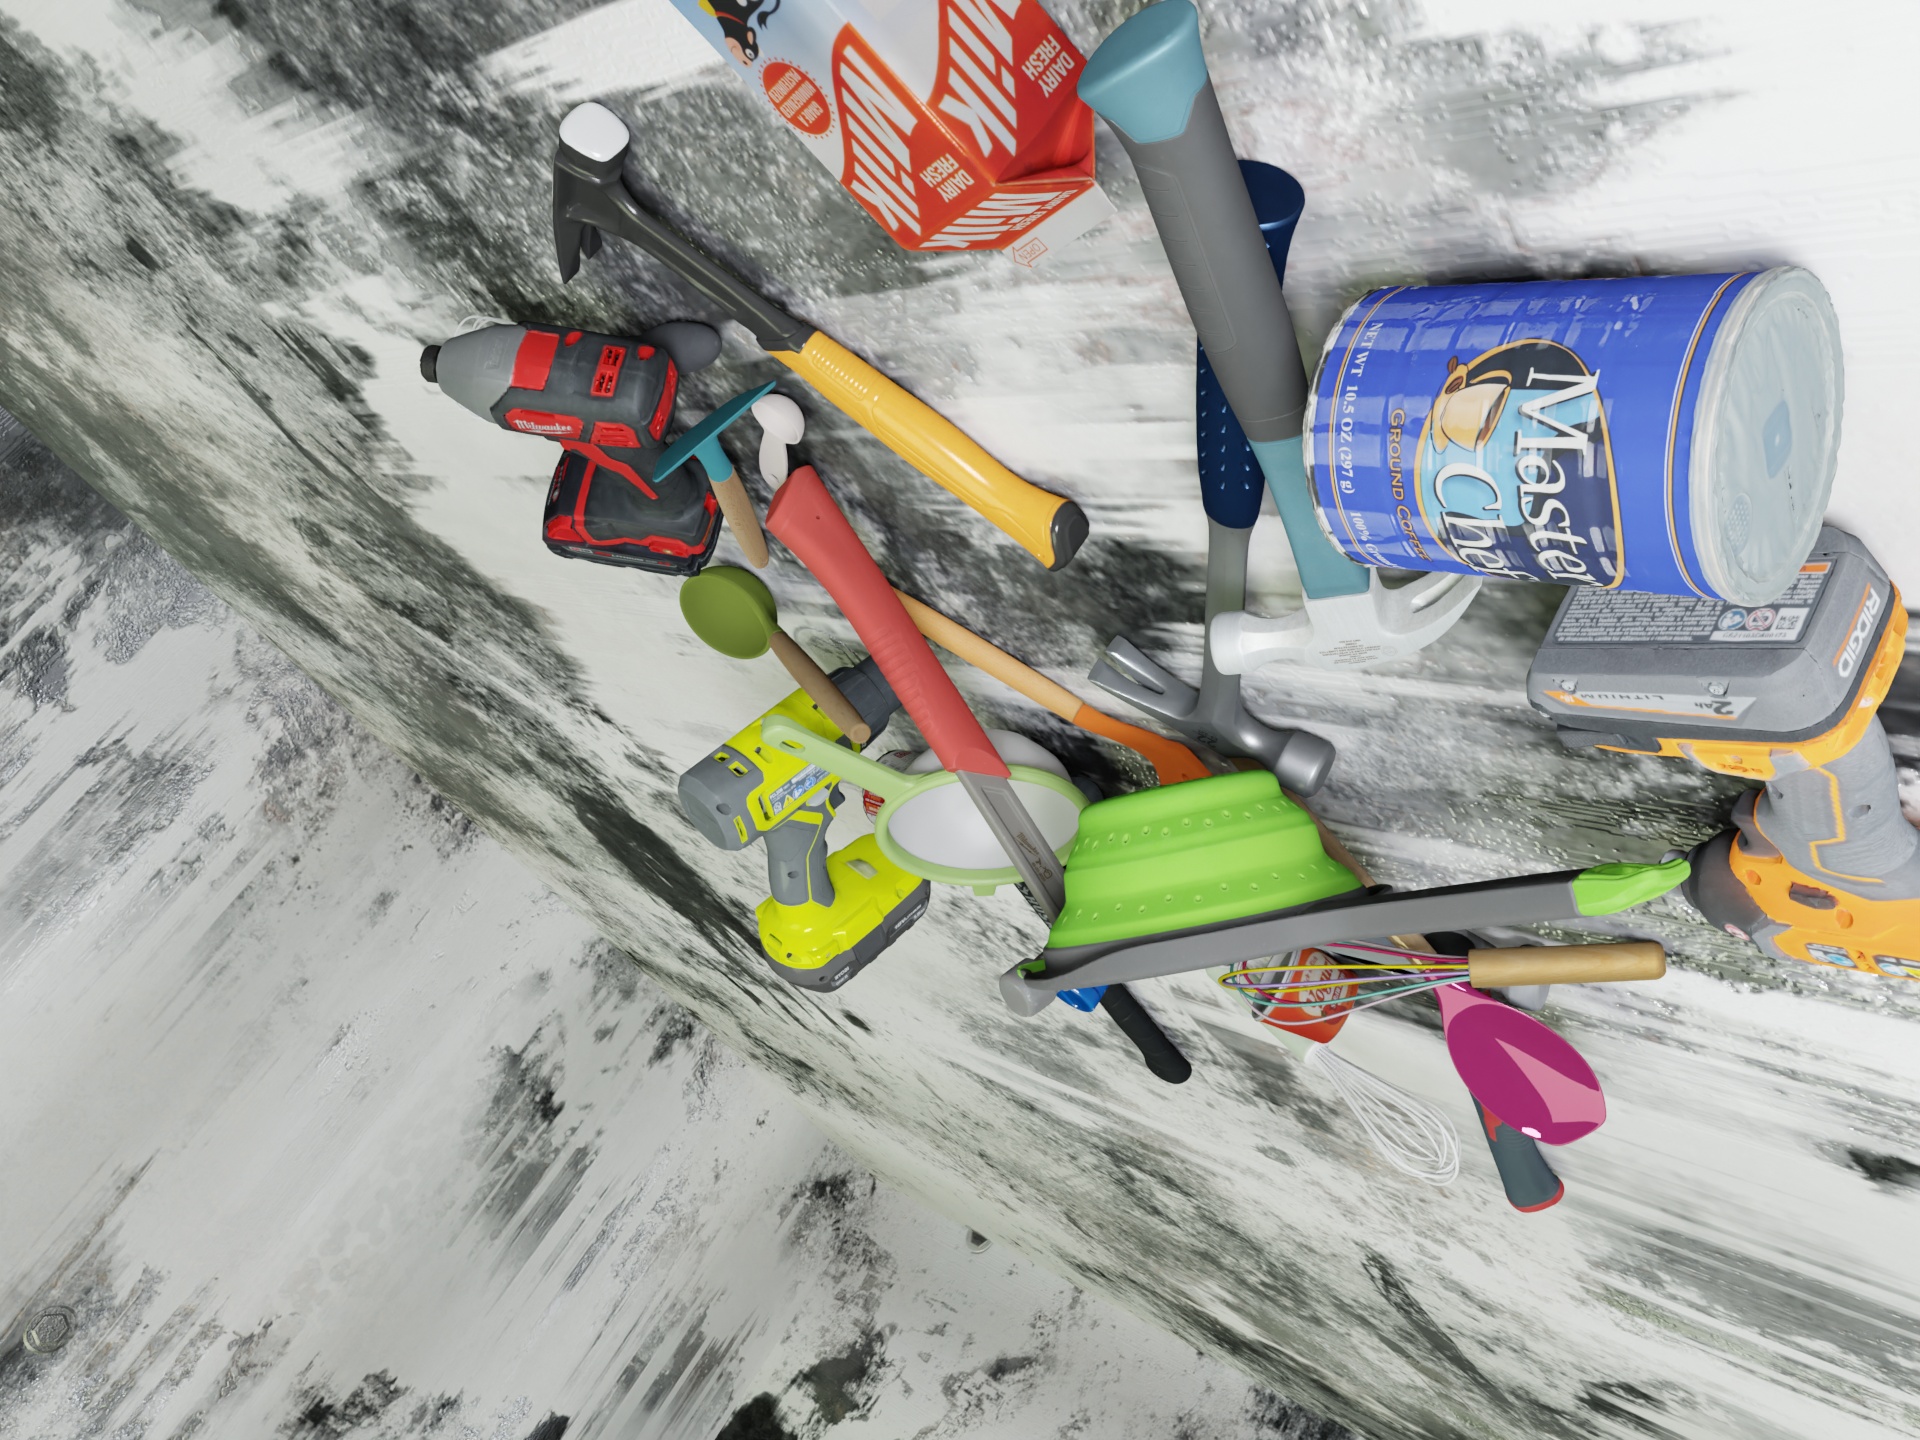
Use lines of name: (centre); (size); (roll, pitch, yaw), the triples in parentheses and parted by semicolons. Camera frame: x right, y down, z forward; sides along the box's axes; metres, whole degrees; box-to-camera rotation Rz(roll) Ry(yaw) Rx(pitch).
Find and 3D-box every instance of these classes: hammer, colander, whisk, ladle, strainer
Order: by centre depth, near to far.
hammer: (0.118, -0.123, 0.613); (0.128, 0.033, 0.330); (-5, 144, 26)
hammer: (0.121, -0.093, 0.752); (0.144, 0.035, 0.405); (27, 157, 21)
colander: (0.171, 0.066, 0.802); (0.397, 0.204, 0.094); (-19, 81, 55)
hammer: (-0.075, -0.187, 0.852); (0.337, 0.034, 0.127); (36, 158, -2)
whisk: (0.268, 0.142, 0.905); (0.245, 0.051, 0.047); (-6, 126, 22)
hammer: (-0.002, -0.003, 0.989); (0.359, 0.149, 0.036); (57, 149, -1)
whisk: (-0.243, -0.225, 0.997); (0.285, 0.070, 0.070); (7, 145, 42)
ladle: (-0.125, -0.039, 1.062); (0.078, 0.062, 0.320); (61, 172, -28)
strainer: (-0.025, 0.032, 1.073); (0.256, 0.069, 0.151); (26, 136, -32)
hammer: (0.349, 0.245, 1.092); (0.143, 0.038, 0.385); (10, 149, 34)
whisk: (0.266, 0.247, 1.160); (0.247, 0.058, 0.059); (41, 138, 40)
hammer: (0.109, 0.206, 1.390); (0.149, 0.036, 0.408); (11, 148, 45)

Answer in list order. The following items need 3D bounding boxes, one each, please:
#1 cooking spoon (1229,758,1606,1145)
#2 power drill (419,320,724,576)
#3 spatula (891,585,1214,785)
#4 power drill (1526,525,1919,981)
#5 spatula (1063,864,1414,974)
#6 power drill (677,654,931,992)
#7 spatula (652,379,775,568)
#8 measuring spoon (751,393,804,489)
cooking spoon: (0.258, 0.123, 0.932); (0.319, 0.017, 0.068); (48, 123, 2)
power drill: (-0.226, -0.167, 0.962); (0.143, 0.079, 0.219); (10, 165, 6)
spatula: (0.051, -0.011, 1.019); (0.323, 0.041, 0.081); (32, 151, 13)
power drill: (0.324, 0.025, 0.642); (0.226, 0.084, 0.164); (43, 159, -28)
spatula: (0.184, 0.131, 1.104); (0.316, 0.018, 0.059); (13, 150, 30)
power drill: (-0.091, 0.069, 1.142); (0.080, 0.190, 0.228); (31, 147, 36)
spatula: (-0.137, -0.135, 0.974); (0.044, 0.082, 0.317); (47, 173, 8)
measuring spoon: (-0.110, -0.170, 0.973); (0.034, 0.018, 0.124); (35, 165, 1)
